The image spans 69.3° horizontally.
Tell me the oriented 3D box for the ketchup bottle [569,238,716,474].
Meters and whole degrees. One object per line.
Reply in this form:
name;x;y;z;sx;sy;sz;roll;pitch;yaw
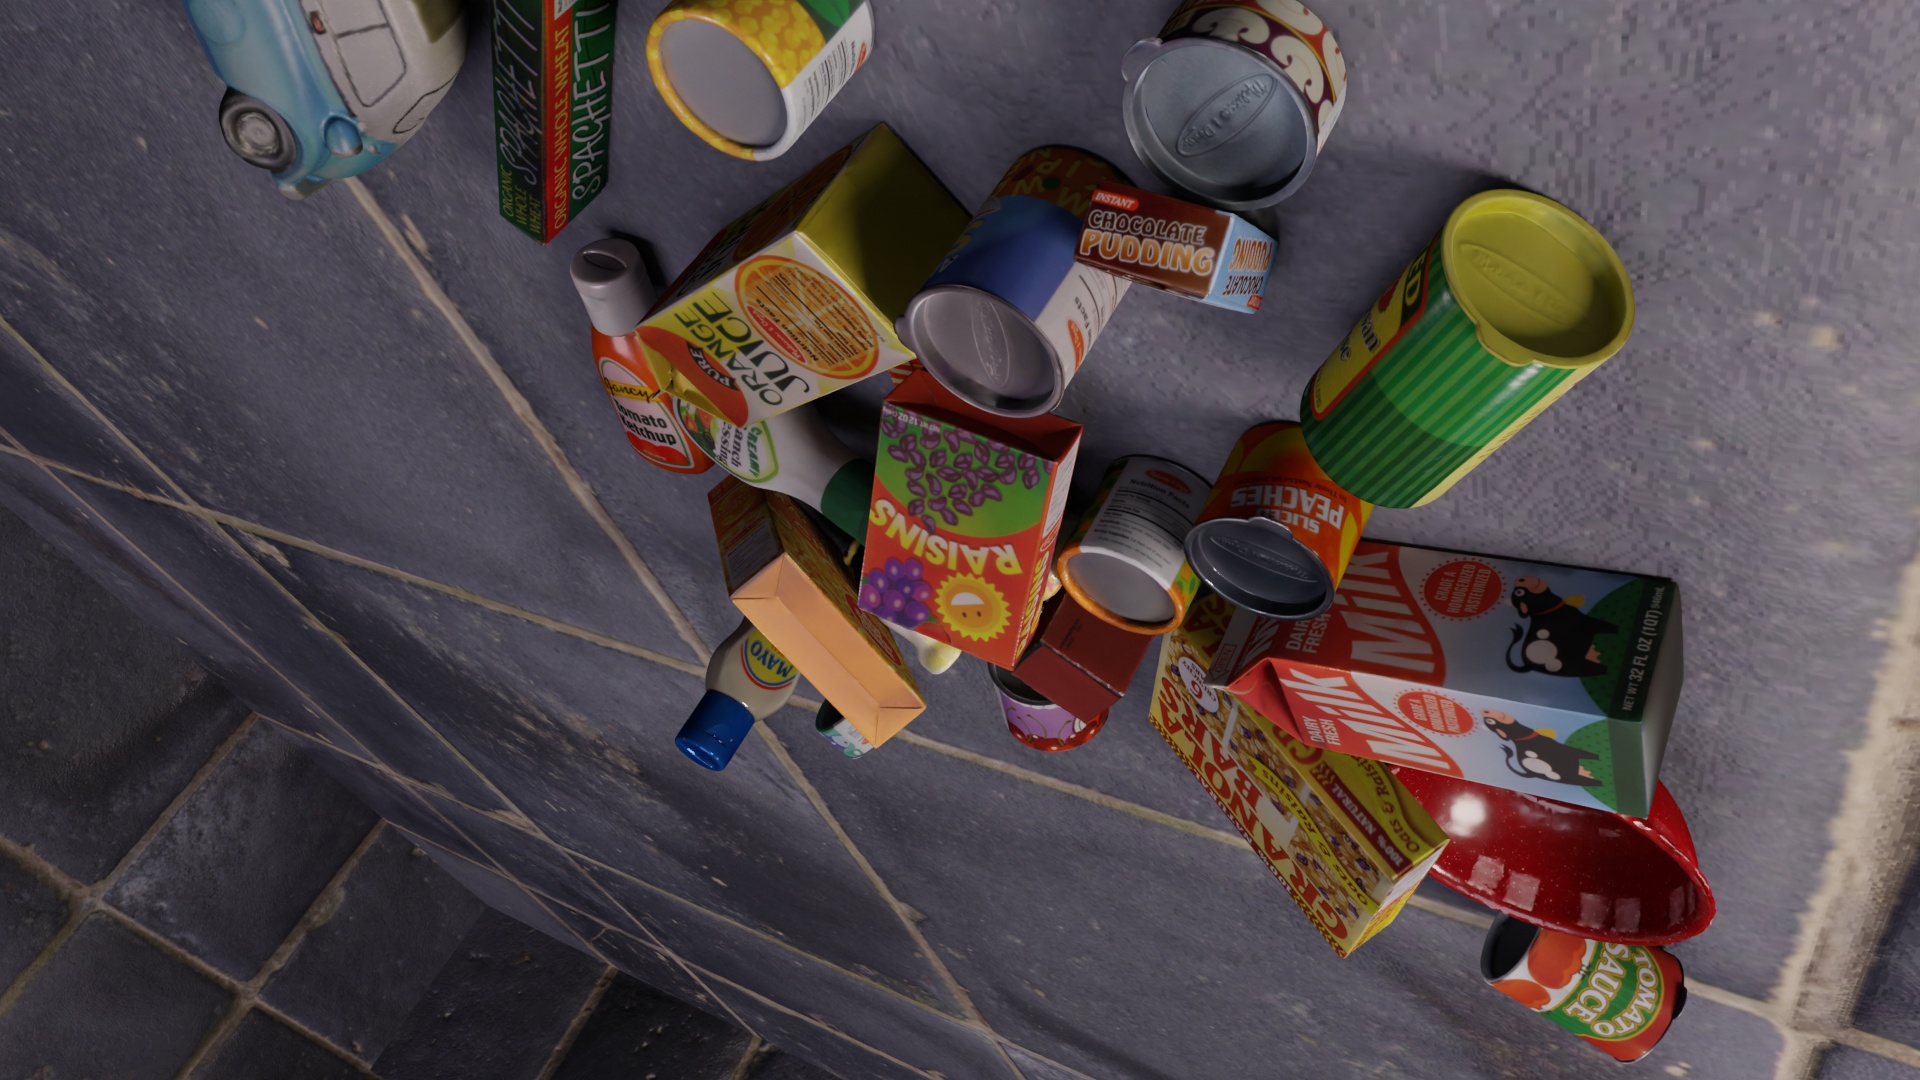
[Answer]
ketchup bottle;-0.174;-0.100;0.767;0.065;0.044;0.148;21;149;21

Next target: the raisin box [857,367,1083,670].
raisin box;0.002;-0.008;0.649;0.086;0.040;0.122;20;128;13

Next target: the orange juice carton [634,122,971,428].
orange juice carton;-0.081;-0.109;0.633;0.073;0.072;0.192;45;149;-23

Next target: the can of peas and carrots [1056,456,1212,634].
can of peas and carrots;0.087;0.004;0.663;0.071;0.059;0.070;24;150;15

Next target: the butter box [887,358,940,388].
butter box;-0.001;-0.067;0.671;0.053;0.024;0.103;13;147;29

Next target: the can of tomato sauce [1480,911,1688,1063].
can of tomato sauce;0.345;0.239;0.772;0.083;0.071;0.071;30;151;5

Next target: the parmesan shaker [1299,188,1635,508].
parmesan shaker;0.165;-0.059;0.472;0.071;0.071;0.102;31;152;1

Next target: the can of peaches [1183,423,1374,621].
can of peaches;0.138;-0.009;0.592;0.071;0.058;0.071;24;150;15

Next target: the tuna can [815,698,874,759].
tuna can;-0.071;0.119;0.990;0.033;0.071;0.071;43;149;-19

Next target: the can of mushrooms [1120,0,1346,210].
can of mushrooms;0.088;-0.145;0.452;0.071;0.033;0.070;24;151;14

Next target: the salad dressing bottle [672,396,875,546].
salad dressing bottle;-0.087;-0.046;0.729;0.148;0.044;0.064;35;129;24

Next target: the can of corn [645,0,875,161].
can of corn;-0.077;-0.187;0.520;0.071;0.058;0.070;23;150;14

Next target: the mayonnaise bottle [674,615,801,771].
mayonnaise bottle;-0.127;0.077;0.889;0.064;0.149;0.041;40;150;-16

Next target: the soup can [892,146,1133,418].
soup can;0.025;-0.100;0.532;0.071;0.084;0.071;24;150;15

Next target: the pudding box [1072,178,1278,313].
pudding box;0.078;-0.101;0.486;0.050;0.030;0.084;21;-167;20

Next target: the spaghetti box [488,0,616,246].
spaghetti box;-0.168;-0.213;0.576;0.029;0.050;0.249;34;152;0

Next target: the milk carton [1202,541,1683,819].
milk carton;0.205;0.053;0.610;0.190;0.073;0.073;9;145;35

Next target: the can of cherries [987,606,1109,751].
can of cherries;0.055;0.082;0.808;0.071;0.072;0.058;18;149;23

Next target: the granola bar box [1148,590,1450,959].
granola bar box;0.165;0.119;0.710;0.166;0.039;0.123;52;162;28

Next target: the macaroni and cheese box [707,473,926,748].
macaroni and cheese box;-0.086;0.030;0.797;0.123;0.040;0.167;50;-177;-25
